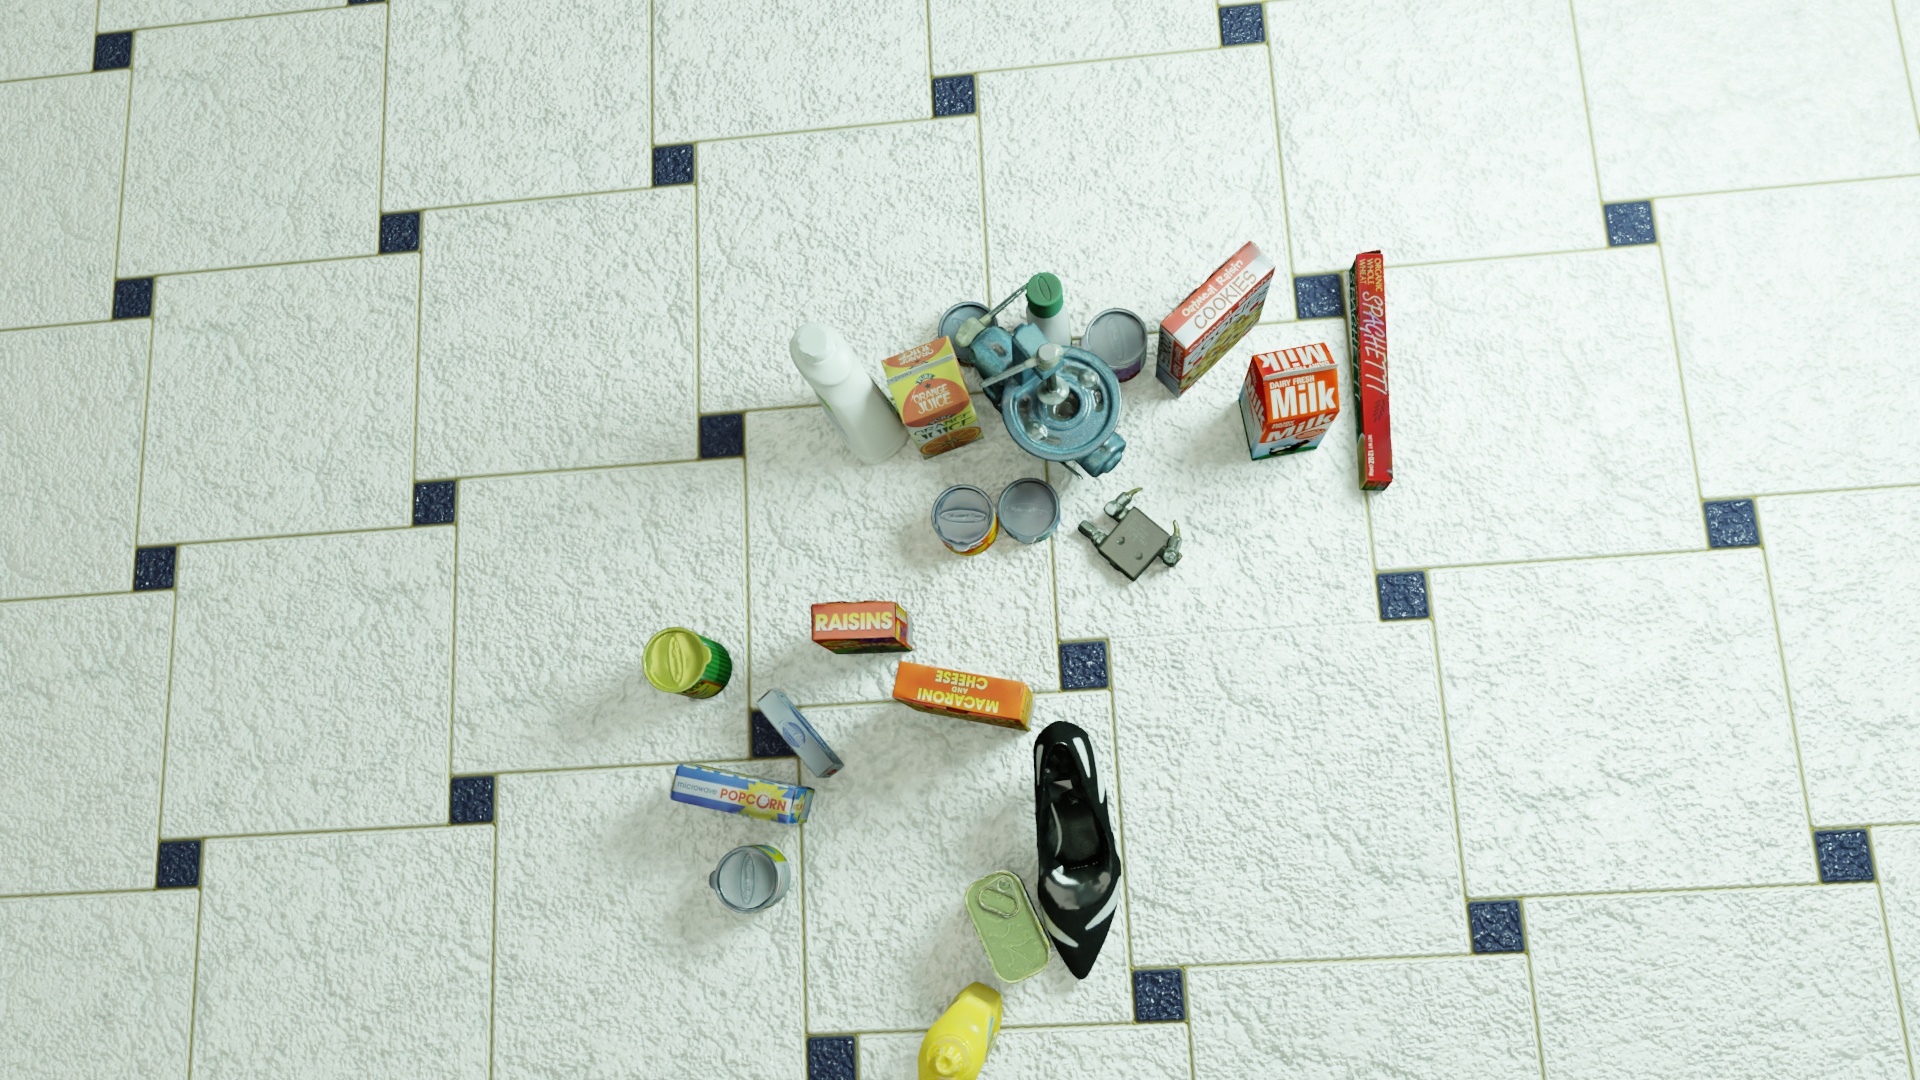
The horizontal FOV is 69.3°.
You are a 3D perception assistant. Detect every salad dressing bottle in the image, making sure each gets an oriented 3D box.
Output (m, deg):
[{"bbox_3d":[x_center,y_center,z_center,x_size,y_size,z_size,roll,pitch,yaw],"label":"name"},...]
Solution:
[{"bbox_3d":[0.091,-0.235,1.444,0.044,0.147,0.064,-20,78,2],"label":"salad dressing bottle"}]

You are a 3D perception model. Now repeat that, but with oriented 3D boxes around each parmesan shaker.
[{"bbox_3d":[-0.277,0.128,1.434,0.071,0.103,0.071,-1,79,6],"label":"parmesan shaker"}]

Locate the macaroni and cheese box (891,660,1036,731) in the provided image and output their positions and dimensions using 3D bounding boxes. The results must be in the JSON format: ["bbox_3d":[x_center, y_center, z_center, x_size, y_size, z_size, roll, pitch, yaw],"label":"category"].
[{"bbox_3d":[0.008,0.155,1.365,0.124,0.166,0.040,9,80,8],"label":"macaroni and cheese box"}]

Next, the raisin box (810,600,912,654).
[{"bbox_3d":[-0.098,0.089,1.412,0.086,0.123,0.040,-2,79,6],"label":"raisin box"}]

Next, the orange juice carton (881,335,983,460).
[{"bbox_3d":[-0.028,-0.148,1.417,0.072,0.192,0.073,-20,78,2],"label":"orange juice carton"}]

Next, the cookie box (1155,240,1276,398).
[{"bbox_3d":[0.256,-0.222,1.414,0.123,0.167,0.040,-43,78,-3],"label":"cookie box"}]

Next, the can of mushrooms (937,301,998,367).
[{"bbox_3d":[0.008,-0.222,1.509,0.071,0.033,0.071,-1,79,6],"label":"can of mushrooms"}]

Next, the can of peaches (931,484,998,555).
[{"bbox_3d":[0.005,-0.018,1.456,0.071,0.058,0.071,-1,79,6],"label":"can of peaches"}]

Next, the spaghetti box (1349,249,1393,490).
[{"bbox_3d":[0.427,-0.177,1.446,0.029,0.050,0.250,0,79,6],"label":"spaghetti box"}]

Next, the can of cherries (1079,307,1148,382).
[{"bbox_3d":[0.163,-0.206,1.476,0.071,0.058,0.071,-1,79,6],"label":"can of cherries"}]

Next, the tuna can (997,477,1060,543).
[{"bbox_3d":[0.073,-0.028,1.463,0.071,0.033,0.071,-1,79,6],"label":"tuna can"}]

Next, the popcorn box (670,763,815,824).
[{"bbox_3d":[-0.220,0.257,1.411,0.127,0.085,0.038,10,80,8],"label":"popcorn box"}]

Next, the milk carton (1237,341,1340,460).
[{"bbox_3d":[0.326,-0.141,1.378,0.072,0.190,0.073,-11,78,4],"label":"milk carton"}]

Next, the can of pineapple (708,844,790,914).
[{"bbox_3d":[-0.211,0.341,1.407,0.071,0.058,0.071,-1,79,6],"label":"can of pineapple"}]

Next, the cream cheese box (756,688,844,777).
[{"bbox_3d":[-0.165,0.200,1.432,0.024,0.053,0.104,-42,77,-2],"label":"cream cheese box"}]
